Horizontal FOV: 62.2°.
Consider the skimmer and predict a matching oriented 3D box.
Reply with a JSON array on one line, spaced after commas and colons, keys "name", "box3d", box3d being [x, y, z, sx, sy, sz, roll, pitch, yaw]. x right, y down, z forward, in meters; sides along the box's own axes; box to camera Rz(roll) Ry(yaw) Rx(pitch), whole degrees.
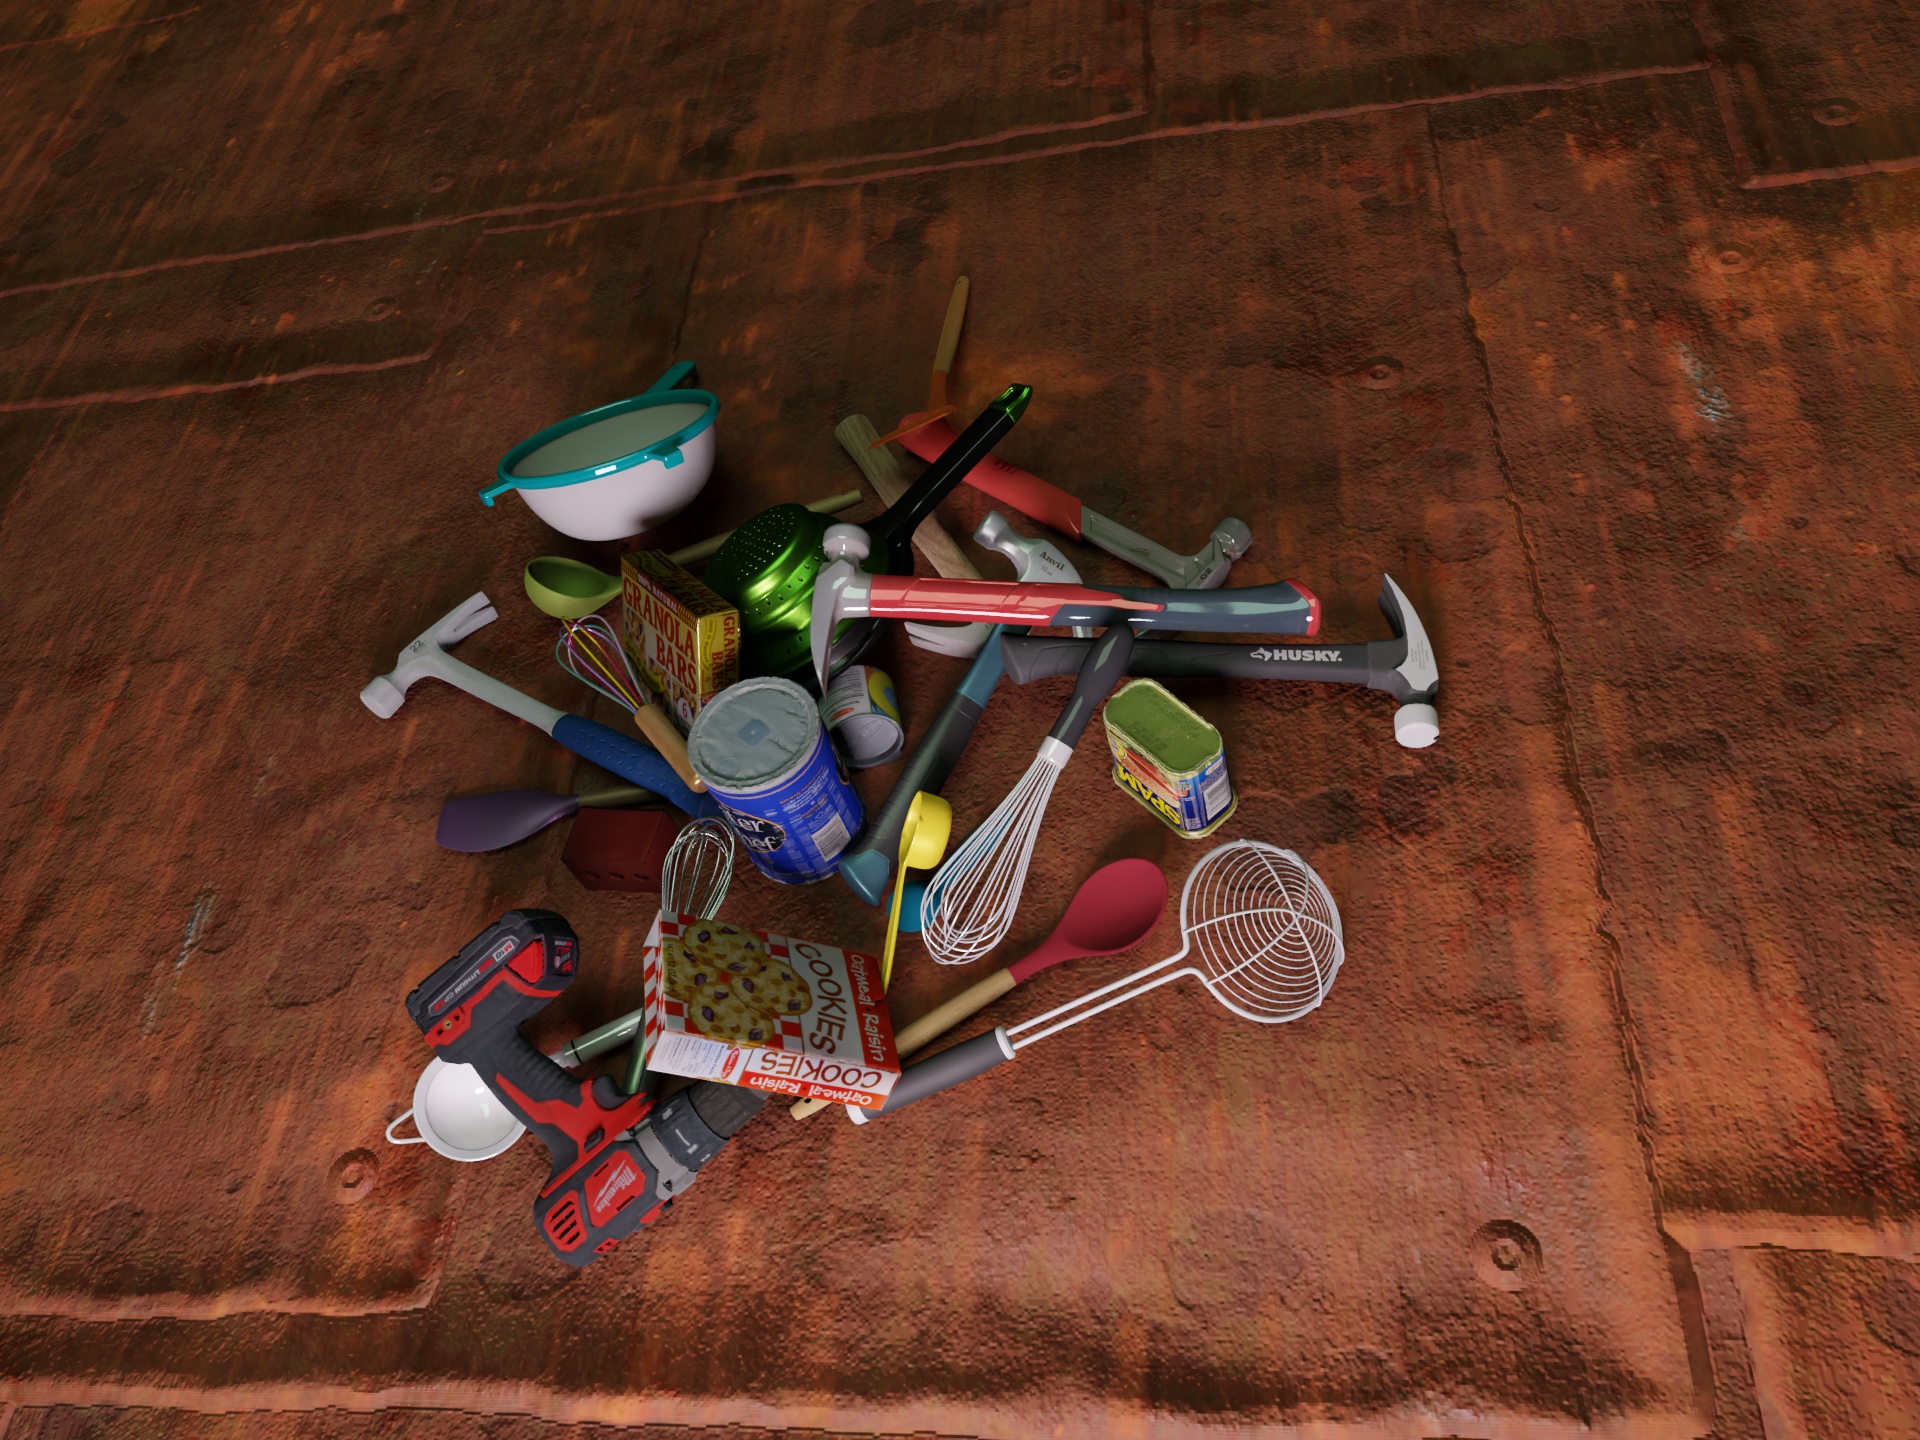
[{"name": "skimmer", "box3d": [0.092, 0.199, 1.113, 0.363, 0.090, 0.127, -26, 80, 10]}]

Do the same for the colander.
[{"name": "colander", "box3d": [-0.093, -0.173, 1.345, 0.397, 0.094, 0.205, -48, 33, -11]}]

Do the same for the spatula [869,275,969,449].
[{"name": "spatula", "box3d": [-0.020, -0.347, 1.514, 0.081, 0.041, 0.323, -20, 37, 25]}]

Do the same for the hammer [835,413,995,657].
[{"name": "hammer", "box3d": [-0.035, -0.174, 1.429, 0.130, 0.031, 0.332, -29, 52, -7]}]

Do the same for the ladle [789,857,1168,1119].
[{"name": "ladle", "box3d": [0.015, 0.198, 1.143, 0.315, 0.031, 0.069, -31, 49, -6]}]

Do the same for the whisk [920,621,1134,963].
[{"name": "whisk", "box3d": [0.053, 0.051, 1.163, 0.070, 0.070, 0.284, 26, 82, 30]}]

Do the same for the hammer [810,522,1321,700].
[{"name": "hammer", "box3d": [0.079, -0.075, 1.217, 0.386, 0.038, 0.143, 3, 64, 4]}]

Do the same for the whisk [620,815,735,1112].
[{"name": "whisk", "box3d": [-0.213, 0.188, 1.170, 0.059, 0.057, 0.246, 3, 73, 38]}]

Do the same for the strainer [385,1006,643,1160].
[{"name": "strainer", "box3d": [-0.295, 0.253, 1.181, 0.258, 0.050, 0.087, -24, 73, -10]}]

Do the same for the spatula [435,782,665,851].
[{"name": "spatula", "box3d": [-0.294, 0.067, 1.331, 0.316, 0.018, 0.060, -10, 53, 10]}]

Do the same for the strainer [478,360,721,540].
[{"name": "strainer", "box3d": [-0.300, -0.255, 1.520, 0.211, 0.095, 0.341, -9, 27, 14]}]

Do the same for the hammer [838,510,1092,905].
[{"name": "hammer", "box3d": [-0.002, -0.004, 1.265, 0.128, 0.033, 0.331, 33, 71, -7]}]

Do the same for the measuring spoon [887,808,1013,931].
[{"name": "measuring spoon", "box3d": [-0.007, 0.108, 1.217, 0.128, 0.021, 0.042, -44, 55, -15]}]

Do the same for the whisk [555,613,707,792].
[{"name": "whisk", "box3d": [-0.271, -0.018, 1.307, 0.051, 0.047, 0.245, -29, 49, -21]}]

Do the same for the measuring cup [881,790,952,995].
[{"name": "measuring cup", "box3d": [-0.033, 0.130, 1.175, 0.029, 0.062, 0.157, 13, 75, -11]}]

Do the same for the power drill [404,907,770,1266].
[{"name": "power drill", "box3d": [-0.256, 0.237, 1.109, 0.188, 0.080, 0.227, -40, 76, 1]}]

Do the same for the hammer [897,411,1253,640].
[{"name": "hammer", "box3d": [0.072, -0.185, 1.404, 0.359, 0.036, 0.149, 33, 68, 32]}]

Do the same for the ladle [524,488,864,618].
[{"name": "ladle", "box3d": [-0.244, -0.164, 1.450, 0.320, 0.062, 0.078, -18, 30, 6]}]

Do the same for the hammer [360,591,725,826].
[{"name": "hammer", "box3d": [-0.347, -0.004, 1.372, 0.406, 0.035, 0.144, 22, 62, 32]}]

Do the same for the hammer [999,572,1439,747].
[{"name": "hammer", "box3d": [0.197, -0.052, 1.239, 0.335, 0.035, 0.146, 2, 55, 5]}]
